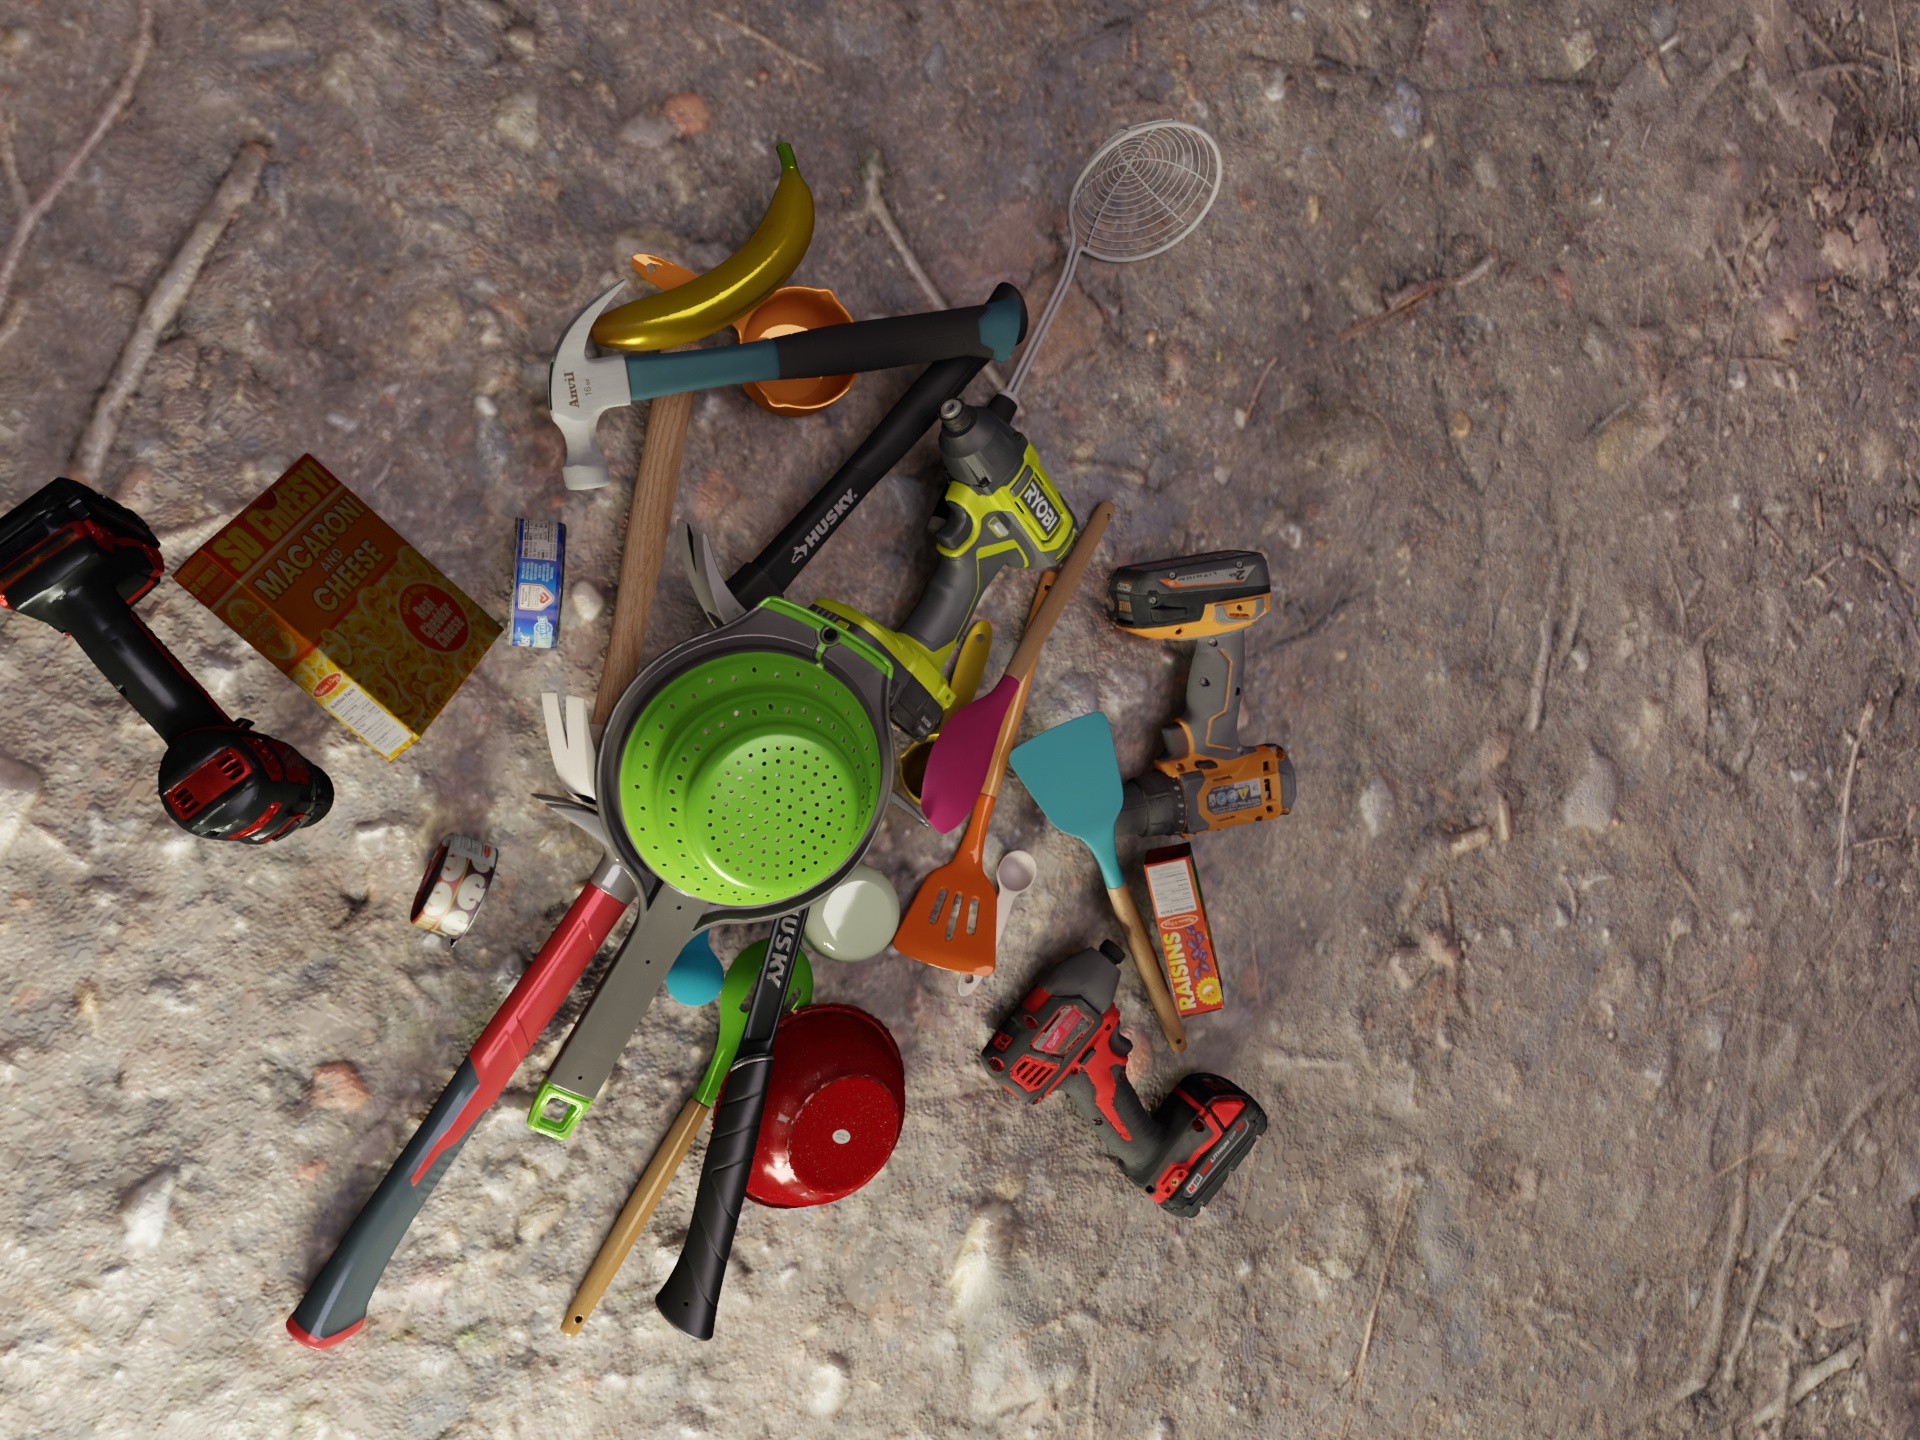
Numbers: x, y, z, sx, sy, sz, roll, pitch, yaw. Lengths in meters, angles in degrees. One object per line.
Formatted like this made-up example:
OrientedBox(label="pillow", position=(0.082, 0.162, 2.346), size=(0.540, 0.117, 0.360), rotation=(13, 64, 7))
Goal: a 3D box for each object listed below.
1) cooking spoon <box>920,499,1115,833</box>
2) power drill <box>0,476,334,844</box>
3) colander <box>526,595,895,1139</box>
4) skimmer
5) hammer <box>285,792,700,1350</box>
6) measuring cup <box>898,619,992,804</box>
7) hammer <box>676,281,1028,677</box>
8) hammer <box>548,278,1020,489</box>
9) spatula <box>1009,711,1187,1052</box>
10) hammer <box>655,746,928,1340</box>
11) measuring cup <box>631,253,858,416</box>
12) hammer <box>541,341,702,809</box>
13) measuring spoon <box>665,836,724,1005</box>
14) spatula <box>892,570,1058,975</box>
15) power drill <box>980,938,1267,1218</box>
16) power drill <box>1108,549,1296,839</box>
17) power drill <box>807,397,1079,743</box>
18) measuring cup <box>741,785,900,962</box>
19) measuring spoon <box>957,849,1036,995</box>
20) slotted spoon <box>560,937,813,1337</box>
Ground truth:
OrientedBox(label="cooking spoon", position=(0.050, -0.050, 1.217), size=(0.068, 0.017, 0.319), rotation=(53, 55, -40))
OrientedBox(label="power drill", position=(-0.465, -0.021, 0.946), size=(0.080, 0.188, 0.226), rotation=(-39, 90, -8))
OrientedBox(label="colander", position=(-0.170, 0.117, 1.033), size=(0.204, 0.095, 0.397), rotation=(29, 93, -24))
OrientedBox(label="skimmer", position=(0.085, -0.296, 1.224), size=(0.127, 0.090, 0.363), rotation=(37, 77, -54))
OrientedBox(label="hammer", position=(-0.332, 0.234, 1.058), size=(0.143, 0.038, 0.386), rotation=(43, 76, -42))
OrientedBox(label="measuring cup", position=(-0.002, -0.004, 1.228), size=(0.062, 0.029, 0.157), rotation=(14, 70, 10))
OrientedBox(label="hammer", position=(-0.066, -0.191, 1.145), size=(0.335, 0.035, 0.146), rotation=(-50, 137, -12))
OrientedBox(label="hammer", position=(-0.112, -0.245, 1.075), size=(0.331, 0.033, 0.128), rotation=(-13, 107, -19))
OrientedBox(label="spatula", position=(0.130, 0.143, 1.273), size=(0.082, 0.044, 0.317), rotation=(-25, 118, -4))
OrientedBox(label="hammer", position=(-0.135, 0.221, 1.110), size=(0.149, 0.036, 0.409), rotation=(13, 81, 7))
OrientedBox(label="measuring cup", position=(-0.156, -0.280, 1.134), size=(0.173, 0.052, 0.095), rotation=(26, 81, -13))
OrientedBox(label="hammer", position=(-0.221, -0.106, 1.091), size=(0.031, 0.130, 0.331), rotation=(6, 80, 17))
OrientedBox(label="measuring spoon", position=(-0.189, 0.142, 1.144), size=(0.042, 0.021, 0.128), rotation=(3, 88, -6))
OrientedBox(label="spatula", position=(0.029, 0.035, 1.237), size=(0.081, 0.041, 0.323), rotation=(16, 83, 0))
OrientedBox(label="power drill", position=(0.134, 0.283, 1.275), size=(0.219, 0.078, 0.143), rotation=(42, 83, -17))
OrientedBox(label="power drill", position=(0.173, -0.014, 1.286), size=(0.185, 0.084, 0.226), rotation=(-11, 102, -17))
OrientedBox(label="power drill", position=(-0.017, -0.112, 1.160), size=(0.223, 0.080, 0.171), rotation=(-56, 141, -10))
OrientedBox(label="measuring cup", position=(-0.108, 0.109, 1.176), size=(0.083, 0.038, 0.167), rotation=(-43, 108, -18))
OrientedBox(label="measuring spoon", position=(0.024, 0.159, 1.258), size=(0.034, 0.018, 0.124), rotation=(25, 88, -25))
OrientedBox(label="slotted spoon", position=(-0.199, 0.300, 1.148), size=(0.070, 0.031, 0.314), rotation=(34, 79, -19))
